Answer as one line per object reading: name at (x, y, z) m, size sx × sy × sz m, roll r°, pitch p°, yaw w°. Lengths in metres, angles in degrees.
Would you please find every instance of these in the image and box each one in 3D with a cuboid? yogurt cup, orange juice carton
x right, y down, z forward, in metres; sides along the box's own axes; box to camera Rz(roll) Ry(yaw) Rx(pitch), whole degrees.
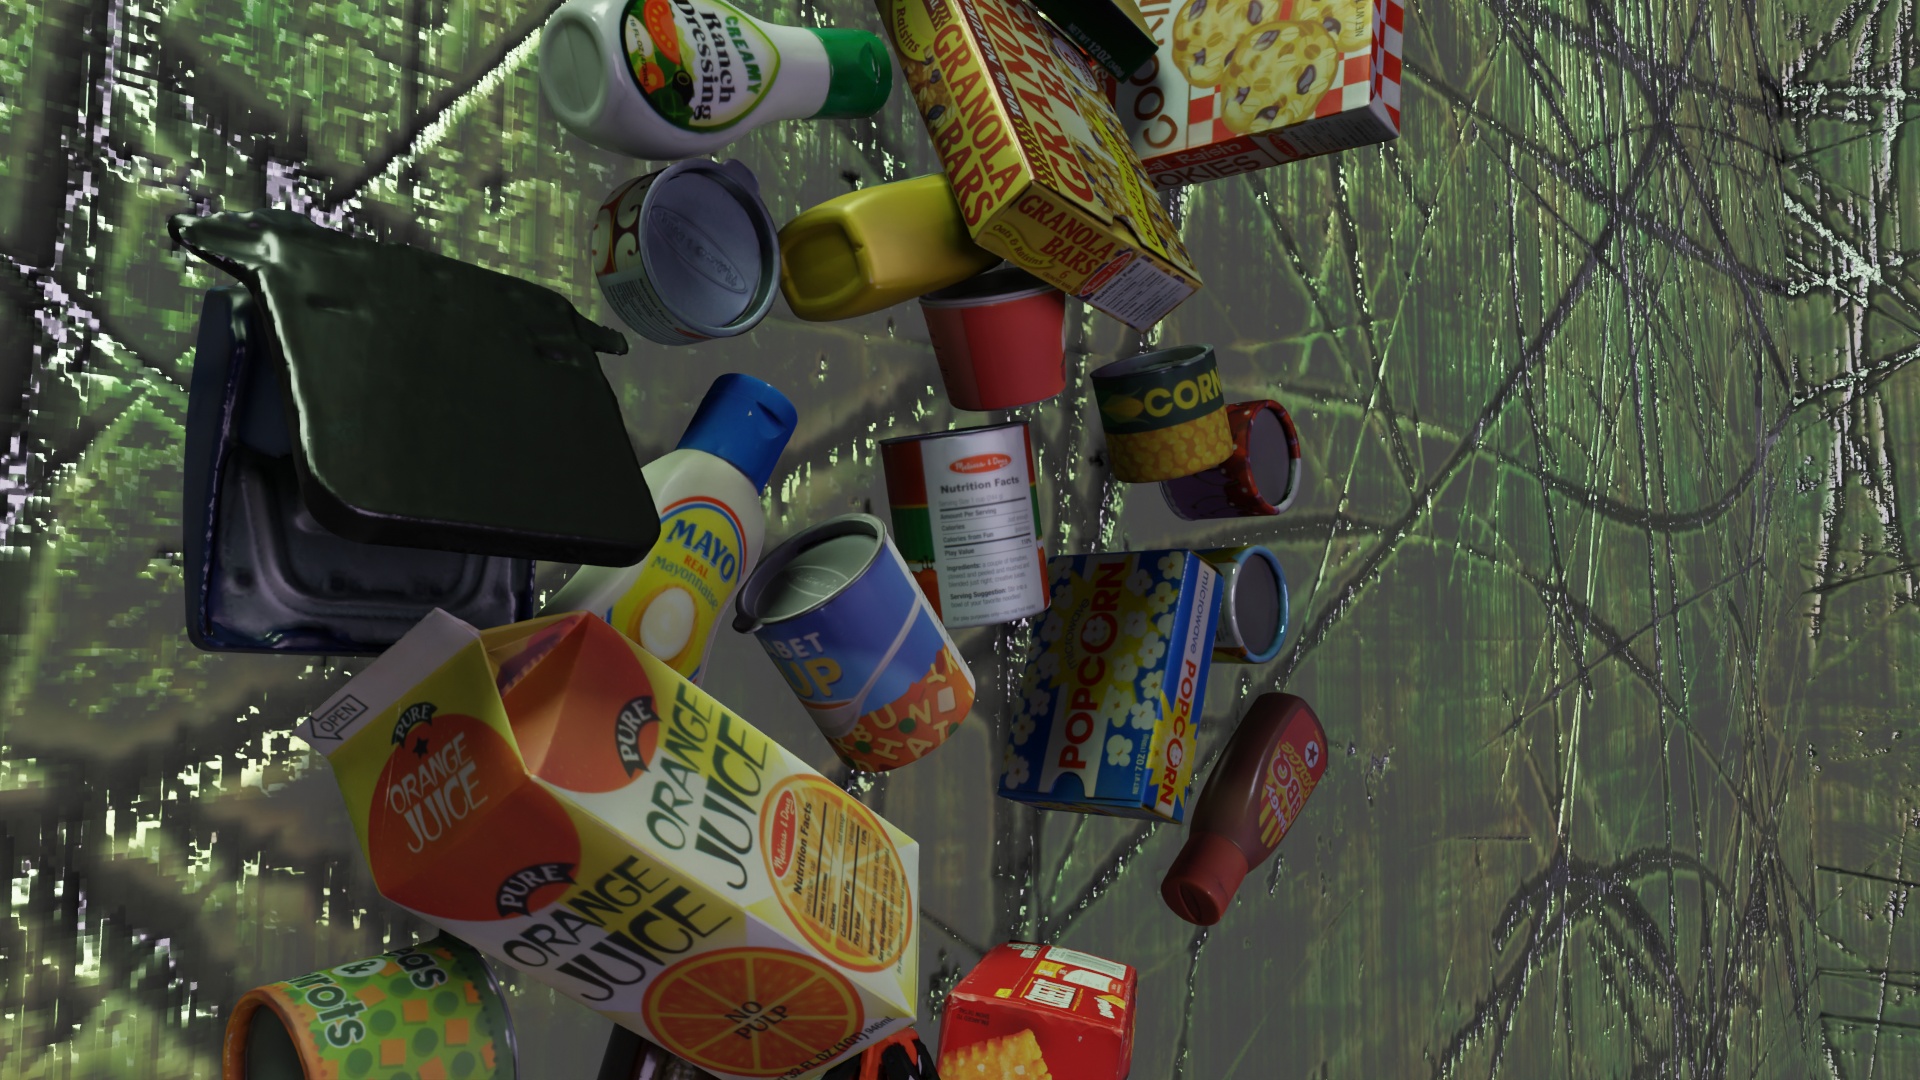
yogurt cup at (0.018, -0.092, 0.638) m, size 0.073 × 0.072 × 0.053 m, roll -30°, pitch 117°, yaw -46°
orange juice carton at (-0.103, 0.092, 0.432) m, size 0.192 × 0.071 × 0.073 m, roll 41°, pitch 27°, yaw -27°

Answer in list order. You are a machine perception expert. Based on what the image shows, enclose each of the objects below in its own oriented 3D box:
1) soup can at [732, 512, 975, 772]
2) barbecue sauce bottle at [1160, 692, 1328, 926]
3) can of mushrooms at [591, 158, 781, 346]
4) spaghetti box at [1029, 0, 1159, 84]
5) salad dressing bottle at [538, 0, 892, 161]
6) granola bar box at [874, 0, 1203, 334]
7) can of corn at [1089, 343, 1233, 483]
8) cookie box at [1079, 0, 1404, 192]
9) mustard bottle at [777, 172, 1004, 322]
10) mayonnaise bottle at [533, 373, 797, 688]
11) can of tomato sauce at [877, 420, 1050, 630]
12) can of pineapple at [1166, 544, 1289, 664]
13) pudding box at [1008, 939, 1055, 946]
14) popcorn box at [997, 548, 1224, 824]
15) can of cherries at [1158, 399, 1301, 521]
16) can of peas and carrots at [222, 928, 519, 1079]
soup can at (-0.043, 0.043, 0.557) m, size 0.072 × 0.071 × 0.083 m, roll -52°, pitch 125°, yaw -37°
barbecue sauce bottle at (0.163, 0.155, 0.798) m, size 0.149 × 0.043 × 0.064 m, roll -45°, pitch 121°, yaw -40°
can of mushrooms at (-0.102, -0.109, 0.524) m, size 0.071 × 0.033 × 0.071 m, roll 5°, pitch 84°, yaw -48°
spaghetti box at (0.002, -0.298, 0.632) m, size 0.250 × 0.028 × 0.050 m, roll 27°, pitch 35°, yaw -40°
salad dressing bottle at (-0.088, -0.181, 0.537) m, size 0.148 × 0.044 × 0.064 m, roll -21°, pitch 101°, yaw -48°
granola bar box at (0.033, -0.183, 0.621) m, size 0.124 × 0.039 × 0.166 m, roll 17°, pitch 44°, yaw -46°
can of corn at (0.108, -0.067, 0.731) m, size 0.071 × 0.071 × 0.058 m, roll -29°, pitch 110°, yaw -46°
cookie box at (0.137, -0.250, 0.706) m, size 0.040 × 0.167 × 0.123 m, roll 18°, pitch 74°, yaw -50°
mustard bottle at (-0.013, -0.134, 0.608) m, size 0.161 × 0.065 × 0.048 m, roll -33°, pitch 106°, yaw -52°
mayonnaise bottle at (-0.105, 0.006, 0.505) m, size 0.064 × 0.041 × 0.149 m, roll 43°, pitch 57°, yaw -34°
can of tomato sauce at (0.002, -0.008, 0.612) m, size 0.071 × 0.071 × 0.083 m, roll -14°, pitch 98°, yaw -48°
can of pineapple at (0.143, 0.036, 0.773) m, size 0.071 × 0.058 × 0.071 m, roll 5°, pitch 83°, yaw -49°
pudding box at (0.046, 0.235, 0.669) m, size 0.083 × 0.030 × 0.050 m, roll 51°, pitch 51°, yaw -34°
popcorn box at (0.073, 0.068, 0.670) m, size 0.038 × 0.085 × 0.127 m, roll 33°, pitch 63°, yaw -43°
can of cherries at (0.152, -0.047, 0.789) m, size 0.071 × 0.058 × 0.071 m, roll 4°, pitch 85°, yaw -49°
can of peas and carrots at (-0.171, 0.152, 0.401) m, size 0.059 × 0.071 × 0.071 m, roll -4°, pitch 90°, yaw -48°
